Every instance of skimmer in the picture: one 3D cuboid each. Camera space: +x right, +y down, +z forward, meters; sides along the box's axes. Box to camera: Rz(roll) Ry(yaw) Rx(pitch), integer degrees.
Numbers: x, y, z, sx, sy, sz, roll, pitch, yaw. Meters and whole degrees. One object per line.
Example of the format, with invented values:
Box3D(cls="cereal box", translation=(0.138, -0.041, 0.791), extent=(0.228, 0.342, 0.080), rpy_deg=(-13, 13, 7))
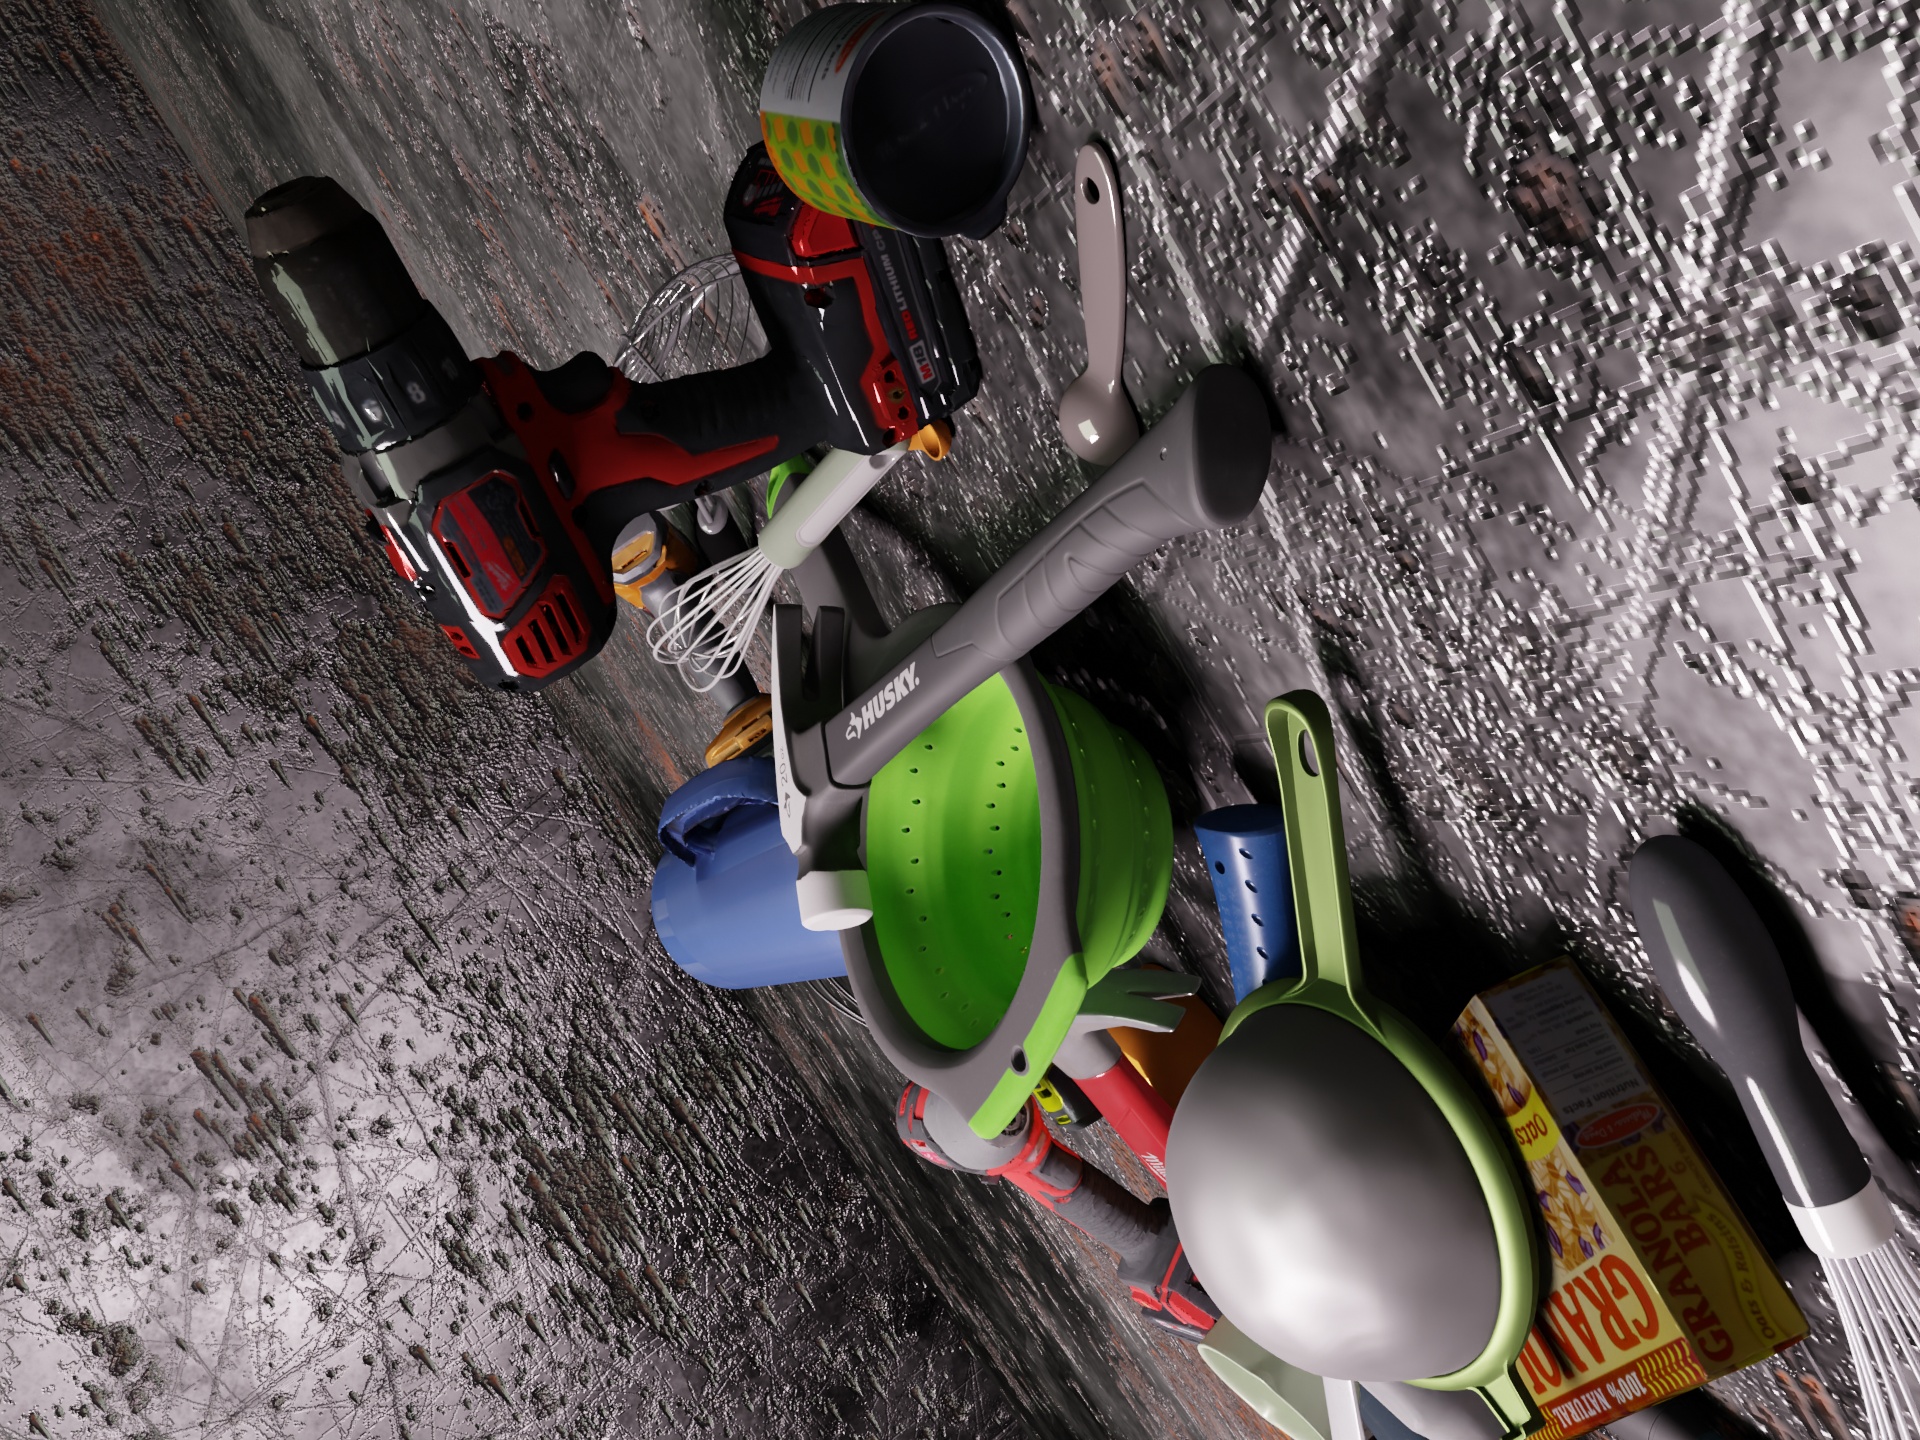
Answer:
Box3D(cls="skimmer", translation=(-0.120, -0.129, 0.871), extent=(0.090, 0.127, 0.363), rpy_deg=(11, 167, 5))

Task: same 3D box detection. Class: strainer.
Box3D(cls="strainer", translation=(0.110, 0.119, 0.537), extent=(0.152, 0.069, 0.256), rpy_deg=(14, 118, 57))

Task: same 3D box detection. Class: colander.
Box3D(cls="colander", translation=(-0.001, -0.002, 0.740), extent=(0.204, 0.094, 0.398), rpy_deg=(-65, 36, 36))

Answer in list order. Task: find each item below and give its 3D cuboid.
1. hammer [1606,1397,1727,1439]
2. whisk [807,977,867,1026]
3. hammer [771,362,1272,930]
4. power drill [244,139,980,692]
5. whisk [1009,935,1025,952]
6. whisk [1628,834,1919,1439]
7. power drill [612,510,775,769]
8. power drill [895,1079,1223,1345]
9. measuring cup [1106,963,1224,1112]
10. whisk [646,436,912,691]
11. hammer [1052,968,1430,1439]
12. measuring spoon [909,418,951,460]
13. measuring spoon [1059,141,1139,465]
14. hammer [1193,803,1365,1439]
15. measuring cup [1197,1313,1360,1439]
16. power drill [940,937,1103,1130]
Box3D(cls="hammer", translation=(0.268, 0.268, 0.599), extent=(0.331, 0.033, 0.128), rpy_deg=(30, 148, 54))
Box3D(cls="whisk", translation=(-0.014, 0.211, 0.995), extent=(0.239, 0.055, 0.055), rpy_deg=(43, 160, 15))
Box3D(cls="hammer", translation=(0.004, -0.033, 0.598), extent=(0.334, 0.035, 0.146), rpy_deg=(-38, 56, 54))
Box3D(cls="power drill", translation=(-0.120, -0.138, 0.574), extent=(0.080, 0.227, 0.187), rpy_deg=(33, 152, 50))
Box3D(cls="whisk", translation=(0.029, 0.105, 0.920), extent=(0.245, 0.047, 0.051), rpy_deg=(59, 164, 0))
Box3D(cls="whisk", translation=(0.246, 0.158, 0.421), extent=(0.284, 0.070, 0.070), rpy_deg=(63, 162, 0))
Box3D(cls="power drill", translation=(-0.165, -0.042, 1.086), extent=(0.226, 0.084, 0.185), rpy_deg=(54, 179, 9))
Box3D(cls="power drill", translation=(0.072, 0.263, 0.889), extent=(0.219, 0.078, 0.143), rpy_deg=(33, 160, -6))
Box3D(cls="measuring cup", translation=(0.116, 0.211, 0.858), extent=(0.095, 0.052, 0.173), rpy_deg=(34, 150, 49))
Box3D(cls="whisk", translation=(-0.089, -0.079, 0.758), extent=(0.246, 0.057, 0.059), rpy_deg=(-36, 64, 51))
Box3D(cls="hammer", translation=(0.165, 0.272, 0.788), extent=(0.386, 0.038, 0.143), rpy_deg=(51, 142, -15))
Box3D(cls="measuring spoon", translation=(-0.030, -0.132, 0.714), extent=(0.117, 0.011, 0.021), rpy_deg=(30, 144, 61))
Box3D(cls="measuring spoon", translation=(0.041, -0.129, 0.514), extent=(0.034, 0.018, 0.124), rpy_deg=(45, 158, 32))
Box3D(cls="hammer", translation=(0.150, 0.232, 0.639), extent=(0.144, 0.035, 0.405), rpy_deg=(10, 114, 63))
Box3D(cls="measuring cup", translation=(0.190, 0.330, 0.740), extent=(0.168, 0.038, 0.083), rpy_deg=(29, 156, 28))
Box3D(cls="power drill", translation=(0.016, 0.189, 1.053), extent=(0.171, 0.080, 0.223), rpy_deg=(54, 158, 4))
